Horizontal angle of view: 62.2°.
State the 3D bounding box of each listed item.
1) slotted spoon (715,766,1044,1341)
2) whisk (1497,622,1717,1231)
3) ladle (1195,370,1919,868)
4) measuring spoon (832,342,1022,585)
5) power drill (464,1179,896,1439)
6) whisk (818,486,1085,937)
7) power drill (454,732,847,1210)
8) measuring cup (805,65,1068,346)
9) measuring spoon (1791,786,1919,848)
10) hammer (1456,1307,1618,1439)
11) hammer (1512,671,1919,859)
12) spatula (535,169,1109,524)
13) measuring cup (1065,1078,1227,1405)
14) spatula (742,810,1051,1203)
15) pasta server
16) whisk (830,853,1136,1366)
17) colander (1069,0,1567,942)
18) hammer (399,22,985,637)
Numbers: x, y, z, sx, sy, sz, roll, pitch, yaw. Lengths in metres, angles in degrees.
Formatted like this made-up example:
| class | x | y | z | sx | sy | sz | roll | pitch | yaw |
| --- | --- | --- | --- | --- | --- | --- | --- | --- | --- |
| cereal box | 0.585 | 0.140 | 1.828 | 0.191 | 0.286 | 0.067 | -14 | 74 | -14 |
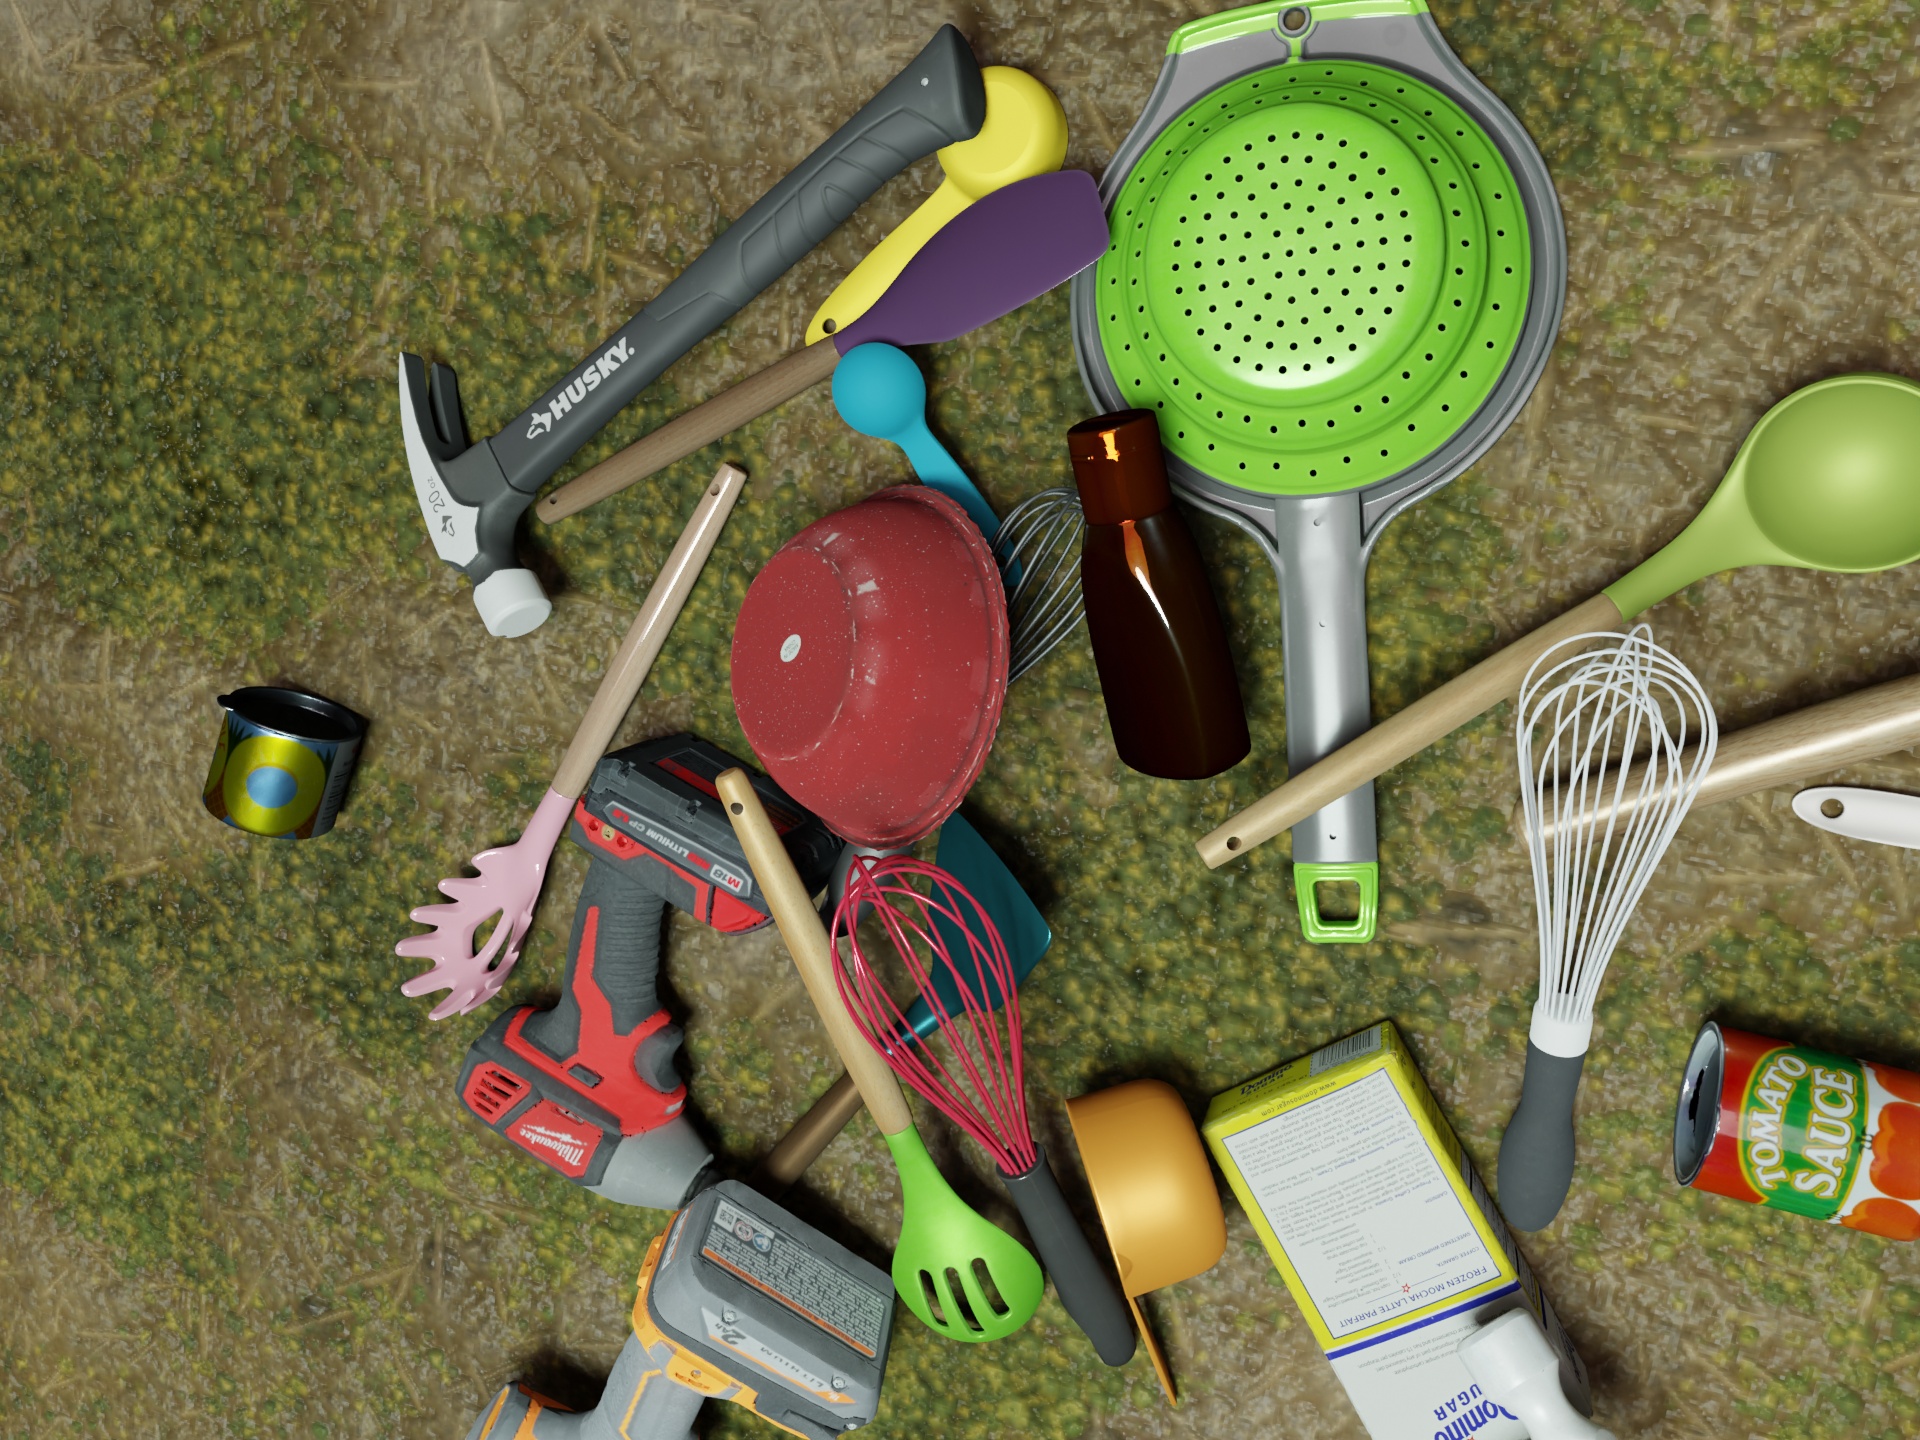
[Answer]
| class | x | y | z | sx | sy | sz | roll | pitch | yaw |
| --- | --- | --- | --- | --- | --- | --- | --- | --- | --- |
| slotted spoon | -0.040 | 0.161 | 0.710 | 0.070 | 0.031 | 0.313 | -18 | 107 | 15 |
| whisk | 0.240 | 0.093 | 0.622 | 0.070 | 0.070 | 0.284 | 7 | 120 | 16 |
| ladle | 0.231 | -0.028 | 0.611 | 0.320 | 0.062 | 0.078 | -32 | 98 | 7 |
| measuring spoon | -0.013 | -0.107 | 0.699 | 0.042 | 0.021 | 0.128 | -26 | 110 | 30 |
| power drill | -0.127 | 0.342 | 0.771 | 0.164 | 0.084 | 0.226 | 36 | 114 | -11 |
| whisk | 0.000 | -0.002 | 0.707 | 0.055 | 0.055 | 0.239 | 33 | 101 | 11 |
| power drill | -0.146 | 0.130 | 0.766 | 0.143 | 0.078 | 0.219 | 29 | 107 | 12 |
| measuring cup | -0.018 | -0.222 | 0.704 | 0.156 | 0.029 | 0.062 | -44 | 83 | 15 |
| measuring spoon | 0.395 | 0.042 | 0.624 | 0.124 | 0.018 | 0.034 | 10 | 100 | 22 |
| hammer | 0.129 | 0.415 | 0.692 | 0.405 | 0.035 | 0.144 | -46 | 58 | 28 |
| hammer | 0.369 | -0.011 | 0.583 | 0.331 | 0.130 | 0.031 | -23 | 90 | 29 |
| spatula | -0.074 | -0.159 | 0.719 | 0.316 | 0.018 | 0.060 | -23 | 67 | 25 |
| measuring cup | 0.095 | 0.238 | 0.713 | 0.052 | 0.095 | 0.173 | -19 | 114 | 0 |
| spatula | -0.065 | 0.182 | 0.762 | 0.317 | 0.044 | 0.082 | -50 | 58 | 18 |
| pasta server | -0.187 | 0.012 | 0.782 | 0.060 | 0.040 | 0.316 | 36 | 105 | 21 |
| whisk | 0.019 | 0.176 | 0.690 | 0.073 | 0.073 | 0.295 | -17 | 115 | 18 |
| colander | 0.141 | -0.097 | 0.638 | 0.204 | 0.094 | 0.397 | -3 | 96 | 17 |
| hammer | -0.125 | -0.189 | 0.717 | 0.334 | 0.035 | 0.146 | -35 | 73 | 20 |
